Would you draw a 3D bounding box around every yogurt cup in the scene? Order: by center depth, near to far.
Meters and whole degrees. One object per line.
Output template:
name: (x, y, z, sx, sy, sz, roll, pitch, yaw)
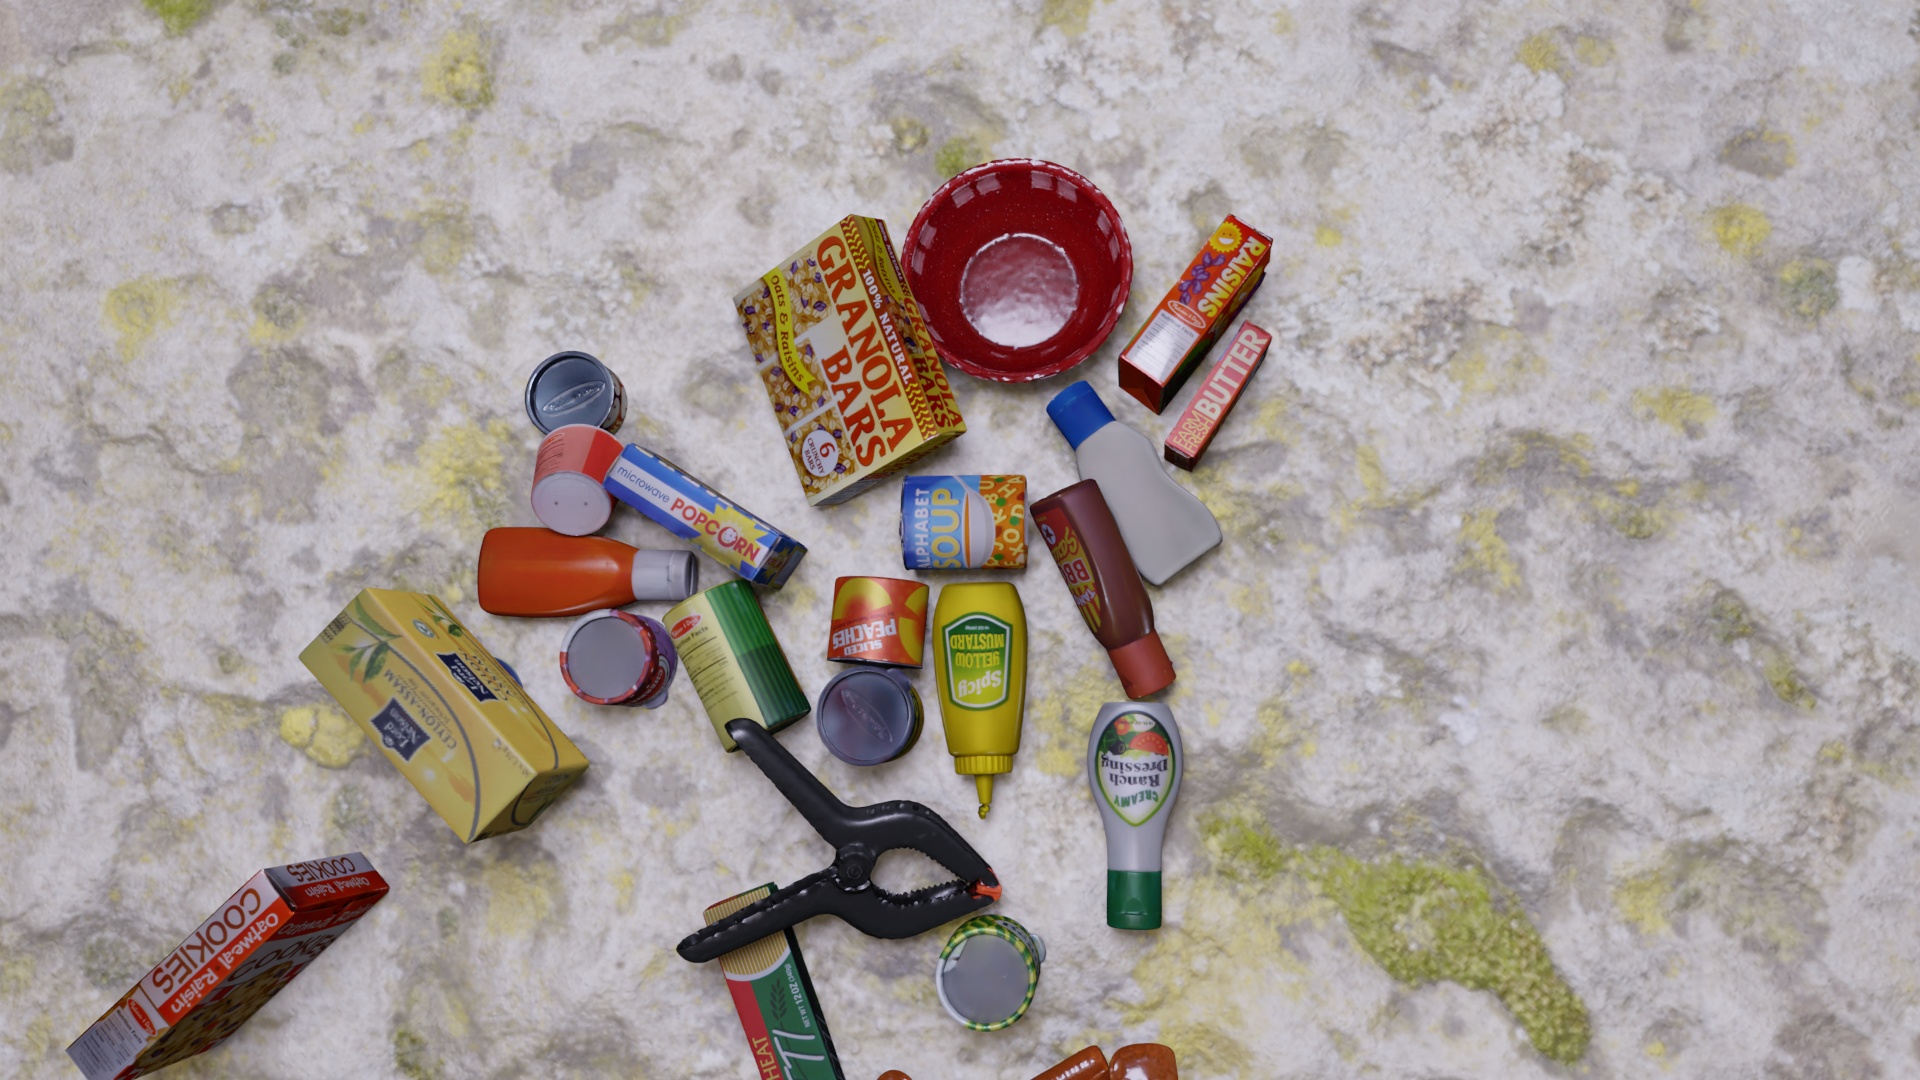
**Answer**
yogurt cup: (-0.268, -0.040, 0.974, 0.072, 0.054, 0.072, -1, 125, -1)

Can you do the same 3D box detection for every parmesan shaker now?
parmesan shaker: (-0.155, 0.087, 0.956, 0.071, 0.071, 0.103, -28, 81, 1)

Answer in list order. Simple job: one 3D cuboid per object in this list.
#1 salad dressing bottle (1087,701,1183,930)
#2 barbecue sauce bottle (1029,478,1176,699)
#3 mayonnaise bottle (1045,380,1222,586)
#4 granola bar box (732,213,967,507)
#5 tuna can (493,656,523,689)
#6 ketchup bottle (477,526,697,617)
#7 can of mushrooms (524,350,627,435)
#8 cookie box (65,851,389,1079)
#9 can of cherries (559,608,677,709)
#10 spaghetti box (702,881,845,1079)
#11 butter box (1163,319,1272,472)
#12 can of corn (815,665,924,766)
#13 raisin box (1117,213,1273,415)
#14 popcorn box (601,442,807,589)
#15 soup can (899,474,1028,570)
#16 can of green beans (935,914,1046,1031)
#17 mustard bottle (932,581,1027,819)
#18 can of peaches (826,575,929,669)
salad dressing bottle: (0.116, 0.182, 0.926, 0.064, 0.044, 0.148, 0, 82, 7)
barbecue sauce bottle: (0.099, 0.033, 0.939, 0.044, 0.064, 0.148, -26, 92, -20)
mayonnaise bottle: (0.116, -0.043, 0.961, 0.064, 0.041, 0.148, -36, 79, 6)
granola bar box: (-0.079, -0.123, 0.965, 0.124, 0.039, 0.165, -27, 79, 32)
tuna can: (-0.345, 0.115, 0.985, 0.071, 0.033, 0.071, -1, 82, 5)
ketchup bottle: (-0.264, 0.024, 0.985, 0.149, 0.043, 0.065, 1, 83, 5)
can of mushrooms: (-0.278, -0.100, 1.010, 0.071, 0.033, 0.071, -1, 81, 5)
cookie box: (-0.481, 0.283, 0.927, 0.167, 0.123, 0.040, -43, 82, -2)
can of cherries: (-0.235, 0.084, 0.966, 0.071, 0.058, 0.071, -1, 82, 6)
spaghetti box: (-0.106, 0.356, 0.929, 0.050, 0.028, 0.250, -22, 80, 2)
butter box: (0.177, -0.098, 0.957, 0.024, 0.053, 0.103, 33, 86, 11)
can of corn: (-0.059, 0.118, 0.945, 0.071, 0.058, 0.071, -1, 82, 5)
raisin box: (0.160, -0.152, 0.950, 0.040, 0.086, 0.123, 37, 87, 11)
popcorn box: (-0.175, -0.016, 0.961, 0.127, 0.085, 0.038, 31, 87, 8)
soup can: (0.003, -0.012, 0.951, 0.084, 0.071, 0.071, -1, 82, 5)
can of green beans: (0.019, 0.283, 0.914, 0.071, 0.058, 0.071, -1, 82, 5)
mustard bottle: (0.015, 0.108, 0.944, 0.065, 0.049, 0.160, -4, 81, 6)
can of peaches: (-0.056, 0.056, 0.947, 0.071, 0.071, 0.058, 5, 82, 6)
